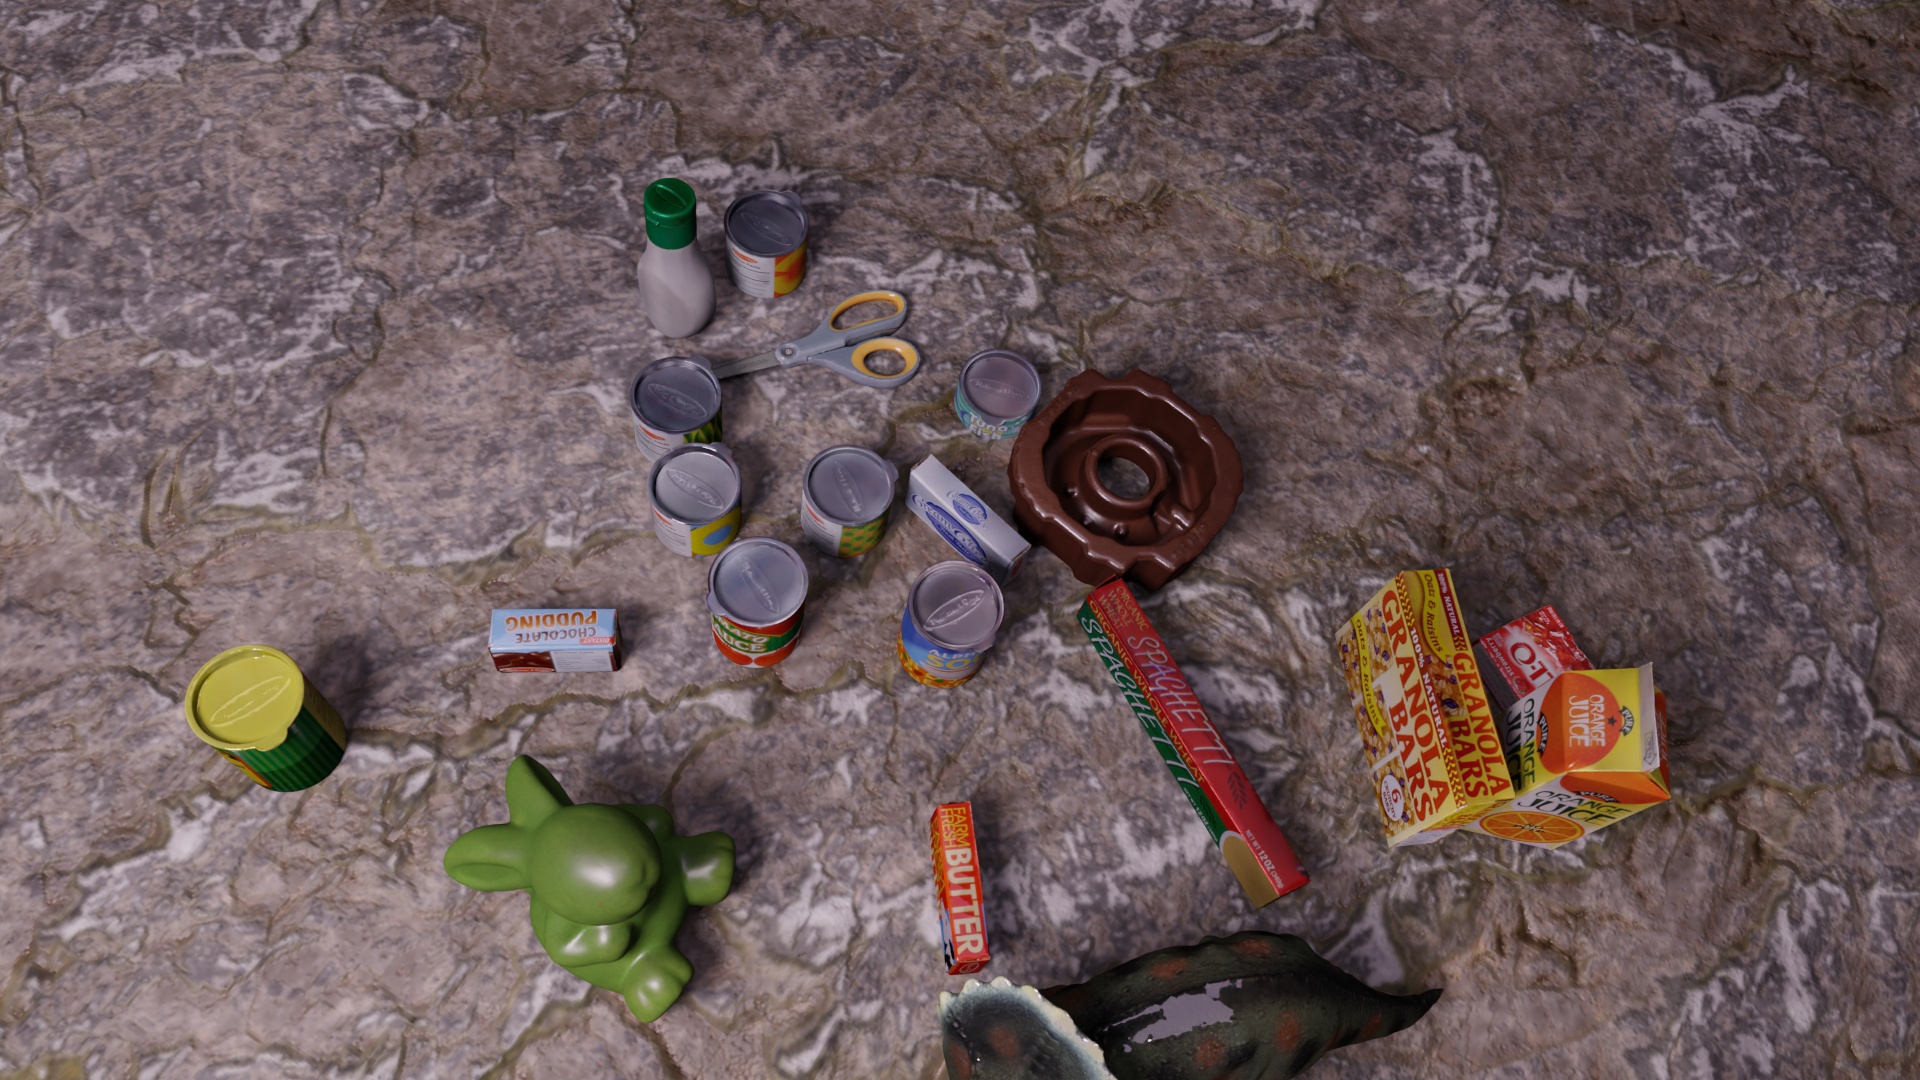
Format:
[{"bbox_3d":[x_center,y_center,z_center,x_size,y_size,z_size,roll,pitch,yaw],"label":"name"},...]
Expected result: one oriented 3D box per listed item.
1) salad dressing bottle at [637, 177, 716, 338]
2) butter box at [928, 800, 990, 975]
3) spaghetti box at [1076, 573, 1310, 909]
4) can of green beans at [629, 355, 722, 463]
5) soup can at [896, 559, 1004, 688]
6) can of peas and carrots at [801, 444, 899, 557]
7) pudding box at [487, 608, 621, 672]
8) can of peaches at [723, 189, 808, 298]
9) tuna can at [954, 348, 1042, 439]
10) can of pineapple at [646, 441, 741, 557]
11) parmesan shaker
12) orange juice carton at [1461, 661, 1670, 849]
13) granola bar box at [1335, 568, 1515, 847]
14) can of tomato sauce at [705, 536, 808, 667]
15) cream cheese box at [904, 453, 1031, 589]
[{"bbox_3d":[-0.214,-0.209,1.039,0.064,0.147,0.044,37,65,9],"label":"salad dressing bottle"},{"bbox_3d":[-0.002,0.228,0.911,0.024,0.053,0.104,-3,65,-10],"label":"butter box"},{"bbox_3d":[0.159,0.140,0.981,0.029,0.050,0.250,-24,70,-19],"label":"spaghetti box"},{"bbox_3d":[-0.210,-0.094,1.033,0.071,0.057,0.071,3,64,-7],"label":"can of green beans"},{"bbox_3d":[-0.007,0.063,0.974,0.071,0.083,0.071,3,64,-7],"label":"soup can"},{"bbox_3d":[-0.082,-0.029,1.021,0.071,0.058,0.071,3,64,-7],"label":"can of peas and carrots"},{"bbox_3d":[-0.276,0.069,0.948,0.084,0.049,0.030,0,65,-9],"label":"pudding box"},{"bbox_3d":[-0.154,-0.238,1.112,0.071,0.057,0.071,3,64,-7],"label":"can of peaches"},{"bbox_3d":[0.029,-0.113,1.093,0.071,0.032,0.071,3,64,-7],"label":"tuna can"},{"bbox_3d":[-0.190,-0.029,1.005,0.071,0.057,0.071,3,64,-7],"label":"can of pineapple"},{"bbox_3d":[-0.431,0.116,0.871,0.071,0.102,0.071,3,64,-7],"label":"parmesan shaker"},{"bbox_3d":[0.413,0.146,0.937,0.073,0.191,0.072,13,63,-2],"label":"orange juice carton"},{"bbox_3d":[0.322,0.119,0.975,0.039,0.123,0.166,-3,65,-10],"label":"granola bar box"},{"bbox_3d":[-0.142,0.045,0.962,0.071,0.082,0.071,3,64,-7],"label":"can of tomato sauce"},{"bbox_3d":[0.004,-0.013,1.029,0.104,0.053,0.024,43,66,12],"label":"cream cheese box"}]
